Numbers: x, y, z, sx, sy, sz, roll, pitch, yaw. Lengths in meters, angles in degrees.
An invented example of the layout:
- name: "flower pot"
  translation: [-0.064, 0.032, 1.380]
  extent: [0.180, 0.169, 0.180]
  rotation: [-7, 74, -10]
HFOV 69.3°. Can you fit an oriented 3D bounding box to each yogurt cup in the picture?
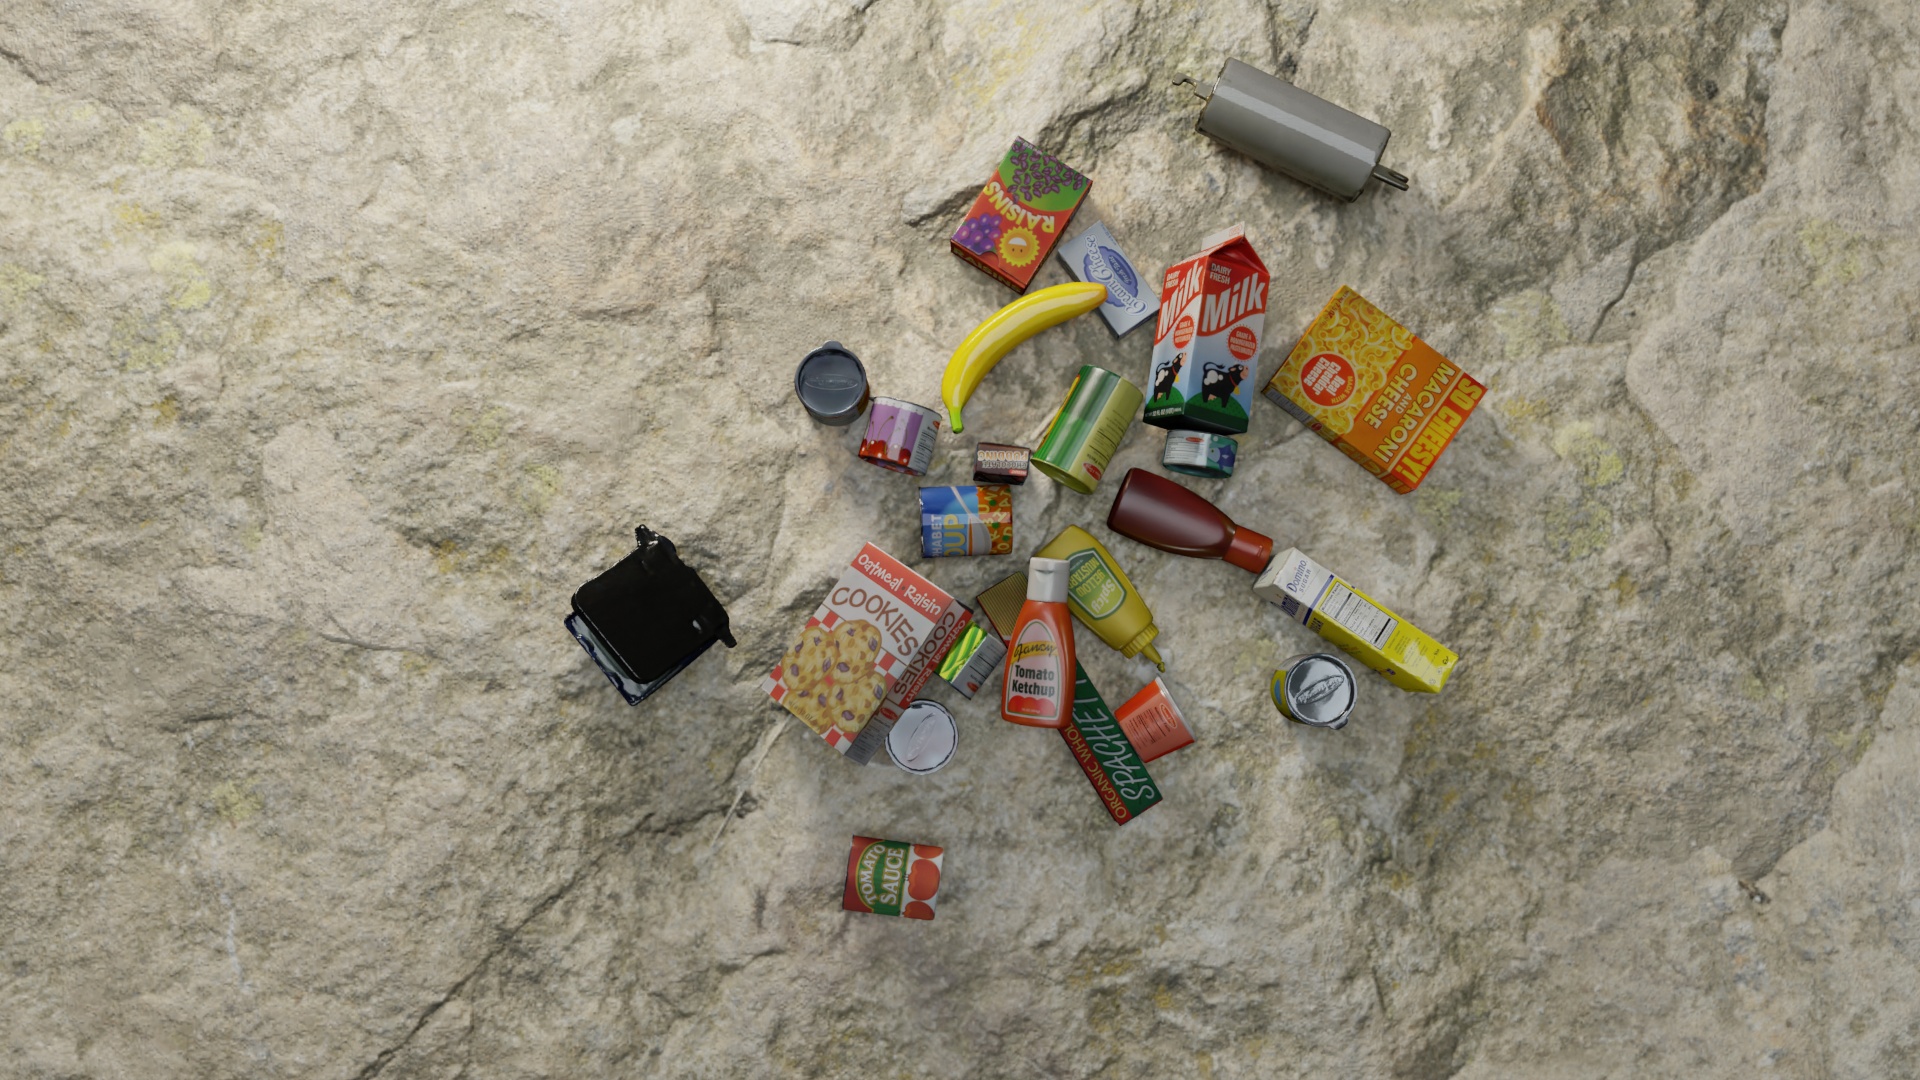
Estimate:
- name: "yogurt cup"
  translation: [0.176, 0.166, 1.261]
  extent: [0.054, 0.072, 0.072]
  rotation: [-32, 86, 5]

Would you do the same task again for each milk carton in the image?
- name: "milk carton"
  translation: [0.230, -0.196, 1.284]
  extent: [0.073, 0.072, 0.190]
  rotation: [12, 83, -23]

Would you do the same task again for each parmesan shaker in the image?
- name: "parmesan shaker"
  translation: [0.119, -0.102, 1.288]
  extent: [0.071, 0.071, 0.103]
  rotation: [29, 84, 2]

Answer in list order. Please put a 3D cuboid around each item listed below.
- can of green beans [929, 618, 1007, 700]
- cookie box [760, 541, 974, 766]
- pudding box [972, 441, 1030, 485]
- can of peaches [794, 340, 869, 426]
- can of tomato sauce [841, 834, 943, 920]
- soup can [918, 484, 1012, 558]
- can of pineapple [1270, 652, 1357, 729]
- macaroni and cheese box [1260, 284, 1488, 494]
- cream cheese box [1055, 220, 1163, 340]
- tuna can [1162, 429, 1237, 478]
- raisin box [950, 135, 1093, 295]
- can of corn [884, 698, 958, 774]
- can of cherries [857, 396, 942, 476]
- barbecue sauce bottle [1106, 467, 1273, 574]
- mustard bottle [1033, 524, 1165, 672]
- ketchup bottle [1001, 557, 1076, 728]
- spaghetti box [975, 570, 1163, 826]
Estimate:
- name: "can of green beans"
  translation: [0.000, 0.103, 1.262]
  extent: [0.071, 0.071, 0.058]
  rotation: [37, 85, 3]
- name: "cookie box"
  translation: [-0.084, 0.099, 1.245]
  extent: [0.123, 0.040, 0.167]
  rotation: [32, 83, 38]
- name: "pudding box"
  translation: [0.037, -0.070, 1.273]
  extent: [0.050, 0.083, 0.030]
  rotation: [5, 87, -1]
- name: "can of peaches"
  translation: [-0.118, -0.145, 1.291]
  extent: [0.071, 0.058, 0.071]
  rotation: [0, 84, 0]
- name: "can of tomato sauce"
  translation: [-0.060, 0.301, 1.239]
  extent: [0.083, 0.071, 0.071]
  rotation: [8, 84, 0]
- name: "soup can"
  translation: [0.005, -0.016, 1.273]
  extent: [0.084, 0.071, 0.071]
  rotation: [-2, 84, -1]
- name: "can of pineapple"
  translation: [0.322, 0.138, 1.268]
  extent: [0.071, 0.058, 0.071]
  rotation: [0, 84, -1]
- name: "macaroni and cheese box"
  translation: [0.389, -0.142, 1.308]
  extent: [0.166, 0.040, 0.124]
  rotation: [37, 85, 3]
- name: "cream cheese box"
  translation: [0.141, -0.247, 1.323]
  extent: [0.053, 0.024, 0.104]
  rotation: [-35, 86, -3]
- name: "tuna can"
  translation: [0.223, -0.079, 1.287]
  extent: [0.071, 0.071, 0.033]
  rotation: [11, 86, 0]
- name: "raisin box"
  translation: [0.057, -0.308, 1.320]
  extent: [0.086, 0.040, 0.123]
  rotation: [33, 85, 2]
- name: "can of corn"
  translation: [-0.037, 0.175, 1.258]
  extent: [0.071, 0.058, 0.071]
  rotation: [0, 84, -1]
- name: "can of cherries"
  translation: [-0.058, -0.096, 1.284]
  extent: [0.071, 0.071, 0.058]
  rotation: [15, 86, 1]
- name: "barbecue sauce bottle"
  translation: [0.215, -0.013, 1.290]
  extent: [0.148, 0.043, 0.065]
  rotation: [22, 85, 1]
- name: "mustard bottle"
  translation: [0.137, 0.059, 1.278]
  extent: [0.065, 0.049, 0.160]
  rotation: [-42, 86, 1]
- name: "ketchup bottle"
  translation: [0.074, 0.090, 1.240]
  extent: [0.065, 0.043, 0.148]
  rotation: [5, 91, 21]
- name: "spaghetti box"
  translation: [0.100, 0.145, 1.278]
  extent: [0.050, 0.028, 0.250]
  rotation: [-32, 85, -3]
